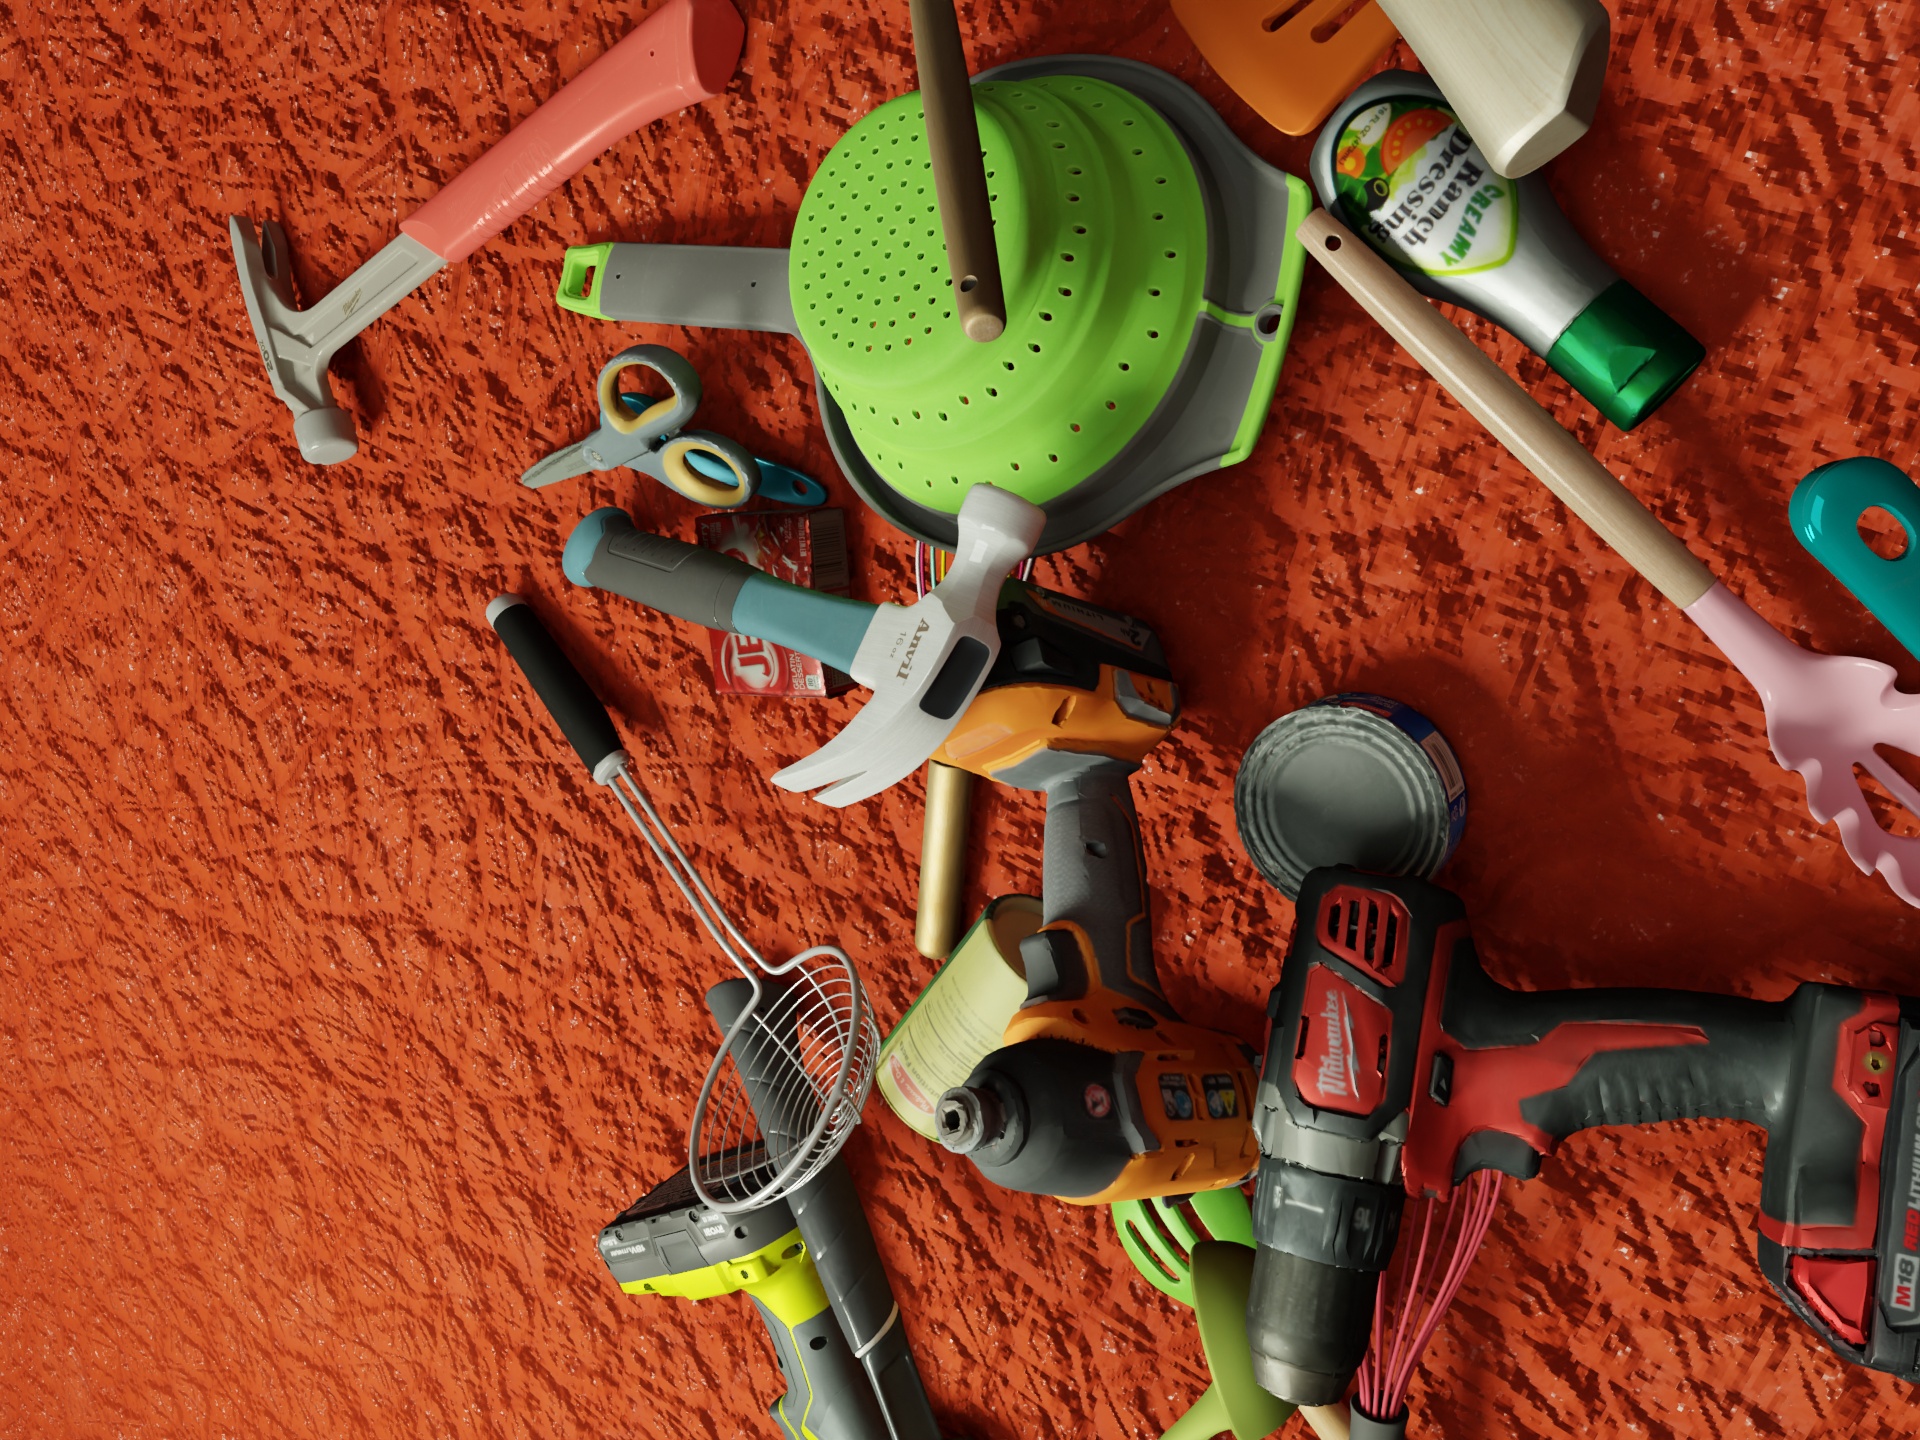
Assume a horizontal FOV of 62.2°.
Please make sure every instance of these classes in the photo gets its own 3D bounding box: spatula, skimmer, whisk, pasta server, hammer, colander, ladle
[{"bbox_3d":[0.202,-0.330,0.501,0.322,0.041,0.081,-45,70,31],"label":"spatula"},{"bbox_3d":[-0.159,0.067,0.776,0.127,0.090,0.364,-47,67,20],"label":"skimmer"},{"bbox_3d":[0.173,0.261,0.645,0.073,0.073,0.295,10,104,30],"label":"whisk"},{"bbox_3d":[0.229,-0.062,0.532,0.316,0.040,0.060,46,103,6],"label":"pasta server"},{"bbox_3d":[0.000,-0.001,0.713,0.047,0.051,0.245,15,113,23],"label":"whisk"},{"bbox_3d":[-0.249,-0.268,0.806,0.359,0.036,0.149,-22,83,34],"label":"hammer"},{"bbox_3d":[-0.093,-0.053,0.679,0.331,0.033,0.128,21,86,52],"label":"hammer"},{"bbox_3d":[0.080,-0.347,0.546,0.146,0.038,0.411,-38,72,35],"label":"hammer"},{"bbox_3d":[-0.061,-0.185,0.651,0.397,0.094,0.204,14,92,36],"label":"colander"},{"bbox_3d":[0.075,0.340,0.720,0.062,0.078,0.320,12,129,-13],"label":"ladle"},{"bbox_3d":[-0.036,0.303,0.734,0.409,0.149,0.036,64,147,25],"label":"hammer"}]

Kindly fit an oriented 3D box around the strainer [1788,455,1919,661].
[{"bbox_3d":[0.344,0.056,0.446,0.211,0.095,0.340,-43,89,9],"label":"strainer"}]

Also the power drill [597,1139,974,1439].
[{"bbox_3d":[-0.094,0.344,0.840,0.171,0.080,0.223,-25,91,34],"label":"power drill"}]

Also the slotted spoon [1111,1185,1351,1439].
[{"bbox_3d":[0.171,0.313,0.691,0.314,0.031,0.070,51,119,10],"label":"slotted spoon"}]

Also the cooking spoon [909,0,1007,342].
[{"bbox_3d":[-0.009,-0.249,0.567,0.069,0.017,0.319,-20,54,18],"label":"cooking spoon"}]

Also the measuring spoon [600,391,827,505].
[{"bbox_3d":[-0.117,-0.131,0.773,0.129,0.021,0.042,21,135,18],"label":"measuring spoon"}]

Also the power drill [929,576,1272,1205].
[{"bbox_3d":[0.036,0.066,0.600,0.084,0.164,0.227,-26,65,35],"label":"power drill"}]

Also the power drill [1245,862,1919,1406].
[{"bbox_3d":[0.210,0.157,0.541,0.227,0.080,0.188,9,82,20],"label":"power drill"}]
